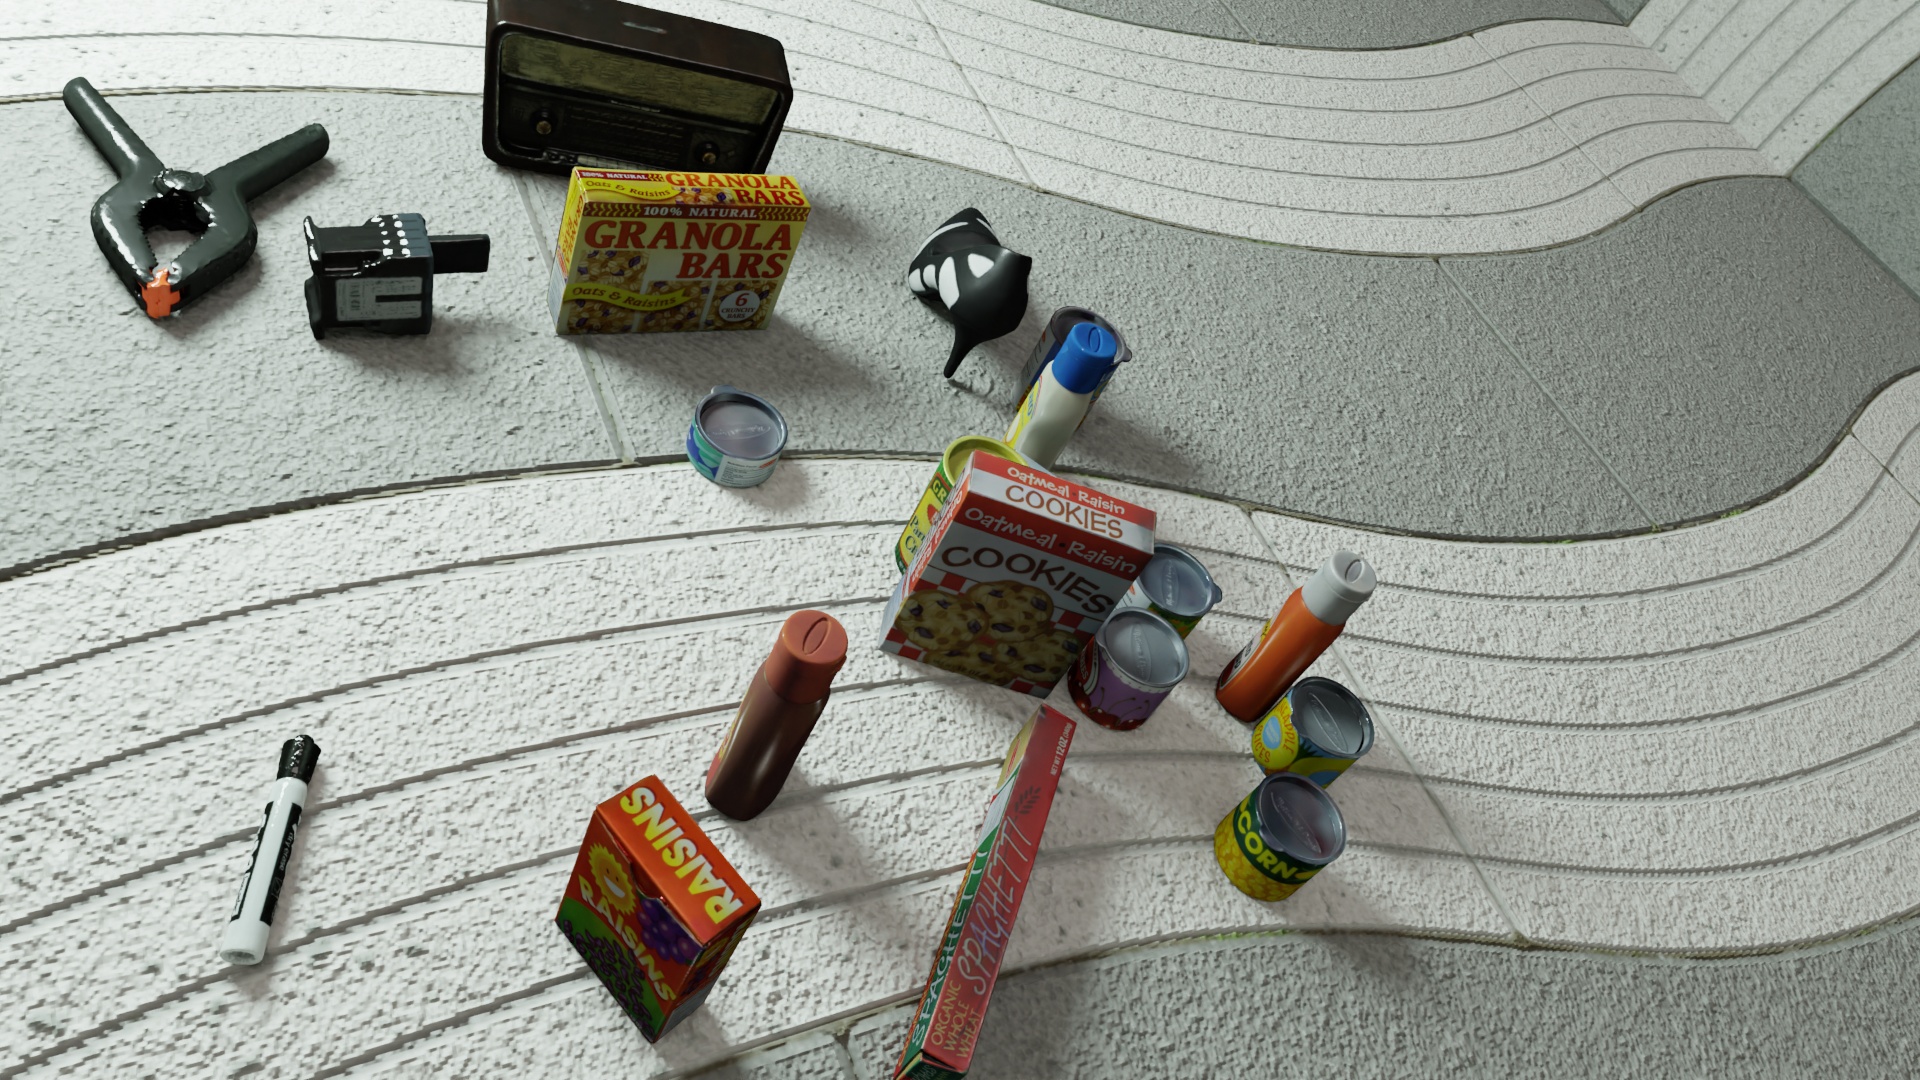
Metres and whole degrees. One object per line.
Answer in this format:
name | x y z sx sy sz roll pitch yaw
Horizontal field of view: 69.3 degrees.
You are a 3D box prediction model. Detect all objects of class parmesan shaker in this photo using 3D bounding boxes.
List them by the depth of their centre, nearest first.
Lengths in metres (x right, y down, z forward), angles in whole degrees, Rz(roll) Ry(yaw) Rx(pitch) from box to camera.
parmesan shaker | 0.003 -0.012 0.954 0.071 0.102 0.072 14 46 -16

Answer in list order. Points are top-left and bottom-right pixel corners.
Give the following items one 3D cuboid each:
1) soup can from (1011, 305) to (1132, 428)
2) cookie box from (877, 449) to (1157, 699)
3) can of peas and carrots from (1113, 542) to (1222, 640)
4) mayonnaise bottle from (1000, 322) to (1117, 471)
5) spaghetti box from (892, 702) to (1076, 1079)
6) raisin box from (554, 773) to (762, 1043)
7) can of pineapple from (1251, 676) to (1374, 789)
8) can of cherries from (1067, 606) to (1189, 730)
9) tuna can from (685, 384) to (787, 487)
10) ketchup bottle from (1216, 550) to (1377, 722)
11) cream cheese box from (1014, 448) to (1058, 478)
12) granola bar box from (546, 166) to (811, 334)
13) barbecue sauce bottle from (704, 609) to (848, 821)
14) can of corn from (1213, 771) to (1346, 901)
soup can | 0.089 -0.135 1.120 0.071 0.083 0.072 14 46 -16
cookie box | 0.033 0.026 0.890 0.123 0.166 0.040 18 46 -12
can of peas and carrots | 0.144 0.045 1.007 0.071 0.058 0.071 14 46 -16
mayonnaise bottle | 0.068 -0.097 1.031 0.041 0.147 0.065 20 45 -11
spaghetti box | 0.018 0.203 0.809 0.029 0.050 0.251 27 44 -3
raisin box | -0.153 0.183 0.686 0.086 0.122 0.040 46 47 16
can of pineapple | 0.245 0.138 0.977 0.071 0.057 0.071 14 46 -16
can of cherries | 0.112 0.087 0.953 0.071 0.058 0.072 14 46 -16
tuna can | -0.158 -0.073 0.975 0.071 0.032 0.071 14 46 -16
ketchup bottle | 0.236 0.066 0.972 0.043 0.148 0.065 38 45 7
cream cheese box | 0.068 -0.017 1.027 0.104 0.053 0.024 35 44 5
granola bar box | -0.206 -0.208 1.005 0.166 0.123 0.039 -7 55 -32
barbecue sauce bottle | -0.101 0.095 0.773 0.044 0.147 0.065 30 44 -1
can of corn | 0.206 0.195 0.906 0.071 0.058 0.071 14 46 -16
